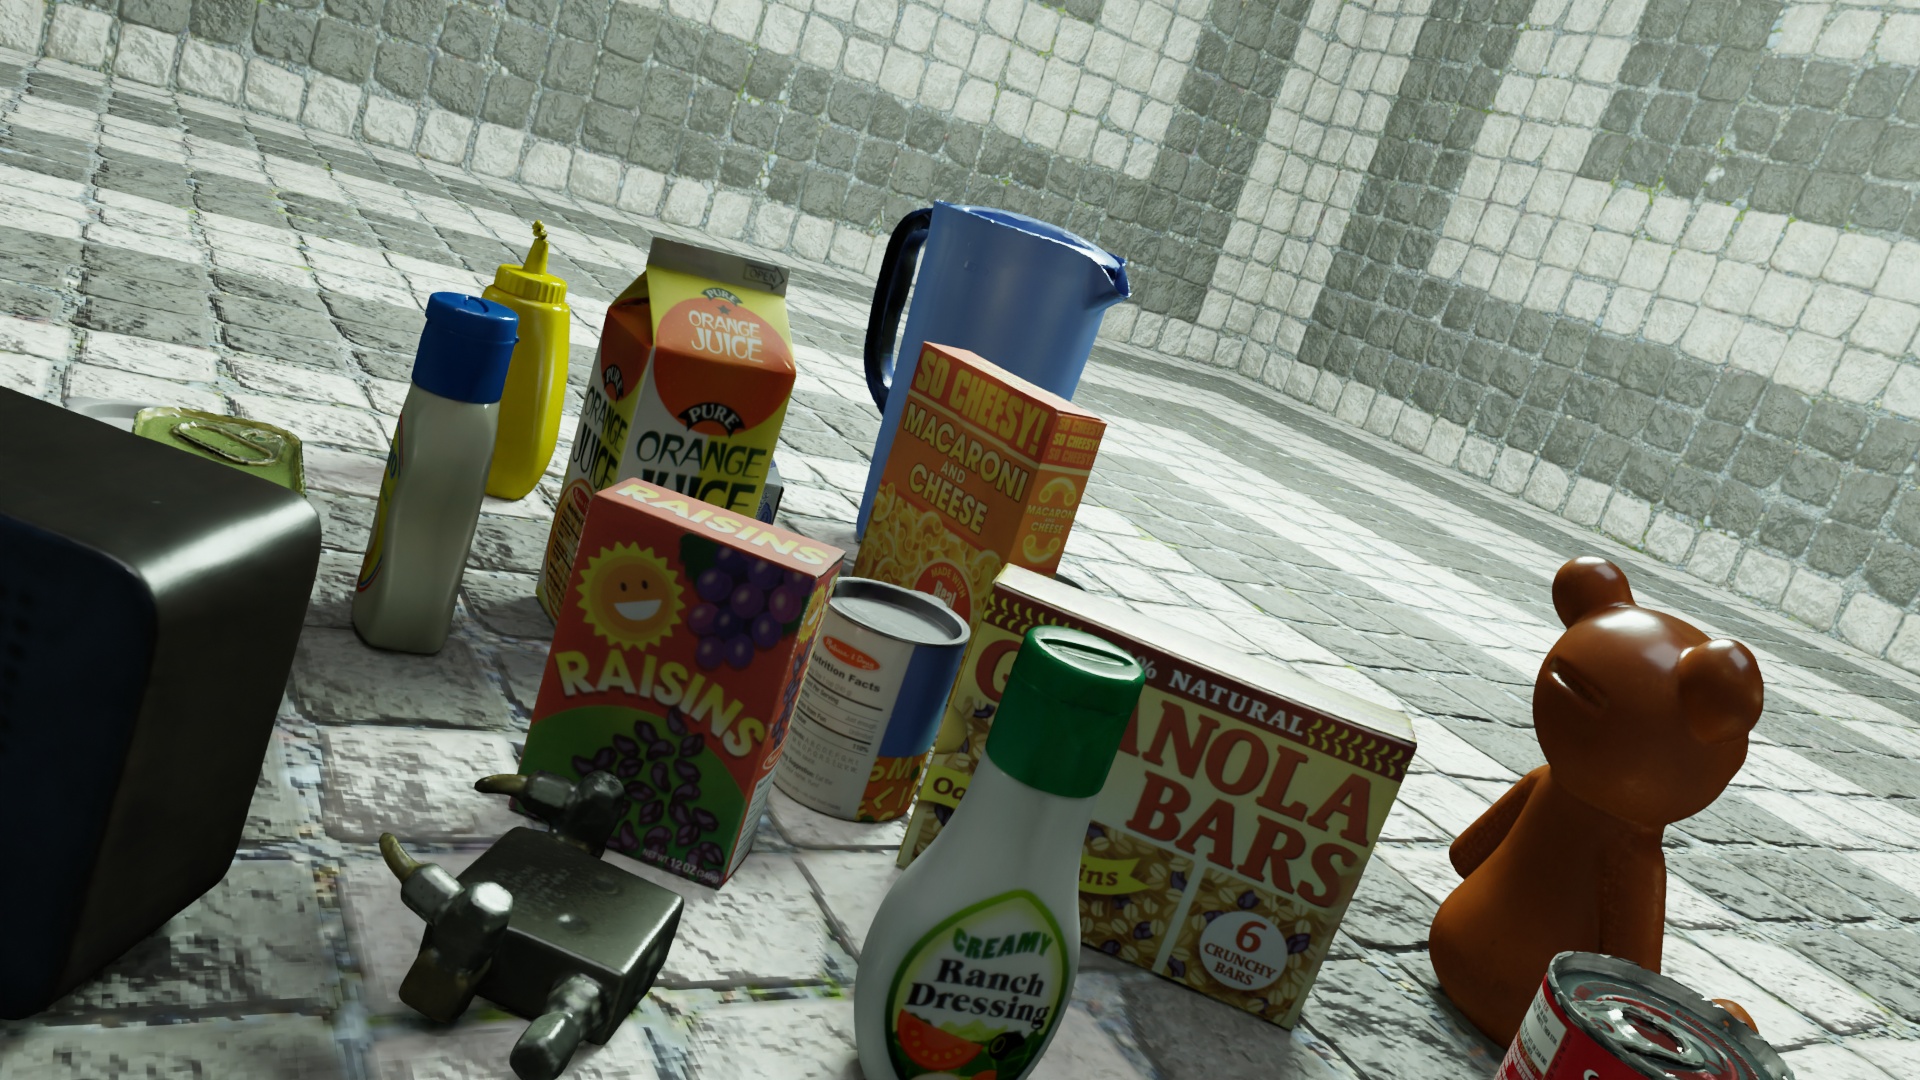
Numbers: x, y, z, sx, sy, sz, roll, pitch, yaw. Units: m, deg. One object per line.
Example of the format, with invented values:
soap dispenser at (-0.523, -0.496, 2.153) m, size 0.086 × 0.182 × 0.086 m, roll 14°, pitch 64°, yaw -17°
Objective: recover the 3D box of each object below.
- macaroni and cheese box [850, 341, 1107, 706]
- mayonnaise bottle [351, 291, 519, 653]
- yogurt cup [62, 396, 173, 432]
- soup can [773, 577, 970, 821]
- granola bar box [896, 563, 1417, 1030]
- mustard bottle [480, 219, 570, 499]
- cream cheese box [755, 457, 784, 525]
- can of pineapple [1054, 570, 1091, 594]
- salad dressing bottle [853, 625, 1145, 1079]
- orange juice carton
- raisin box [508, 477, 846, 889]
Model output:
macaroni and cheese box at (0.003, -0.009, 0.751) m, size 0.040 × 0.166 × 0.124 m, roll 6°, pitch 19°, yaw -40°
mayonnaise bottle at (-0.223, -0.030, 0.589) m, size 0.041 × 0.147 × 0.065 m, roll 11°, pitch 16°, yaw -29°
yogurt cup at (-0.352, -0.024, 0.599) m, size 0.072 × 0.053 × 0.072 m, roll 17°, pitch 14°, yaw -4°
soup can at (-0.038, 0.066, 0.590) m, size 0.071 × 0.083 × 0.071 m, roll 17°, pitch 14°, yaw -4°
granola bar box at (0.072, 0.096, 0.534) m, size 0.166 × 0.124 × 0.039 m, roll 21°, pitch 14°, yaw 9°
mustard bottle at (-0.256, -0.106, 0.801) m, size 0.065 × 0.159 × 0.049 m, roll 17°, pitch 14°, yaw -5°
cream cheese box at (-0.133, -0.026, 0.871) m, size 0.024 × 0.053 × 0.104 m, roll 14°, pitch 15°, yaw -18°
can of pineapple at (0.034, 0.047, 0.799) m, size 0.071 × 0.057 × 0.071 m, roll 17°, pitch 14°, yaw -4°
salad dressing bottle at (0.012, 0.098, 0.409) m, size 0.064 × 0.147 × 0.044 m, roll 15°, pitch 15°, yaw -15°
orange juice carton at (-0.137, -0.044, 0.656) m, size 0.072 × 0.192 × 0.073 m, roll 9°, pitch 17°, yaw -34°
raisin box at (-0.101, 0.050, 0.496) m, size 0.086 × 0.123 × 0.040 m, roll 20°, pitch 14°, yaw 6°
